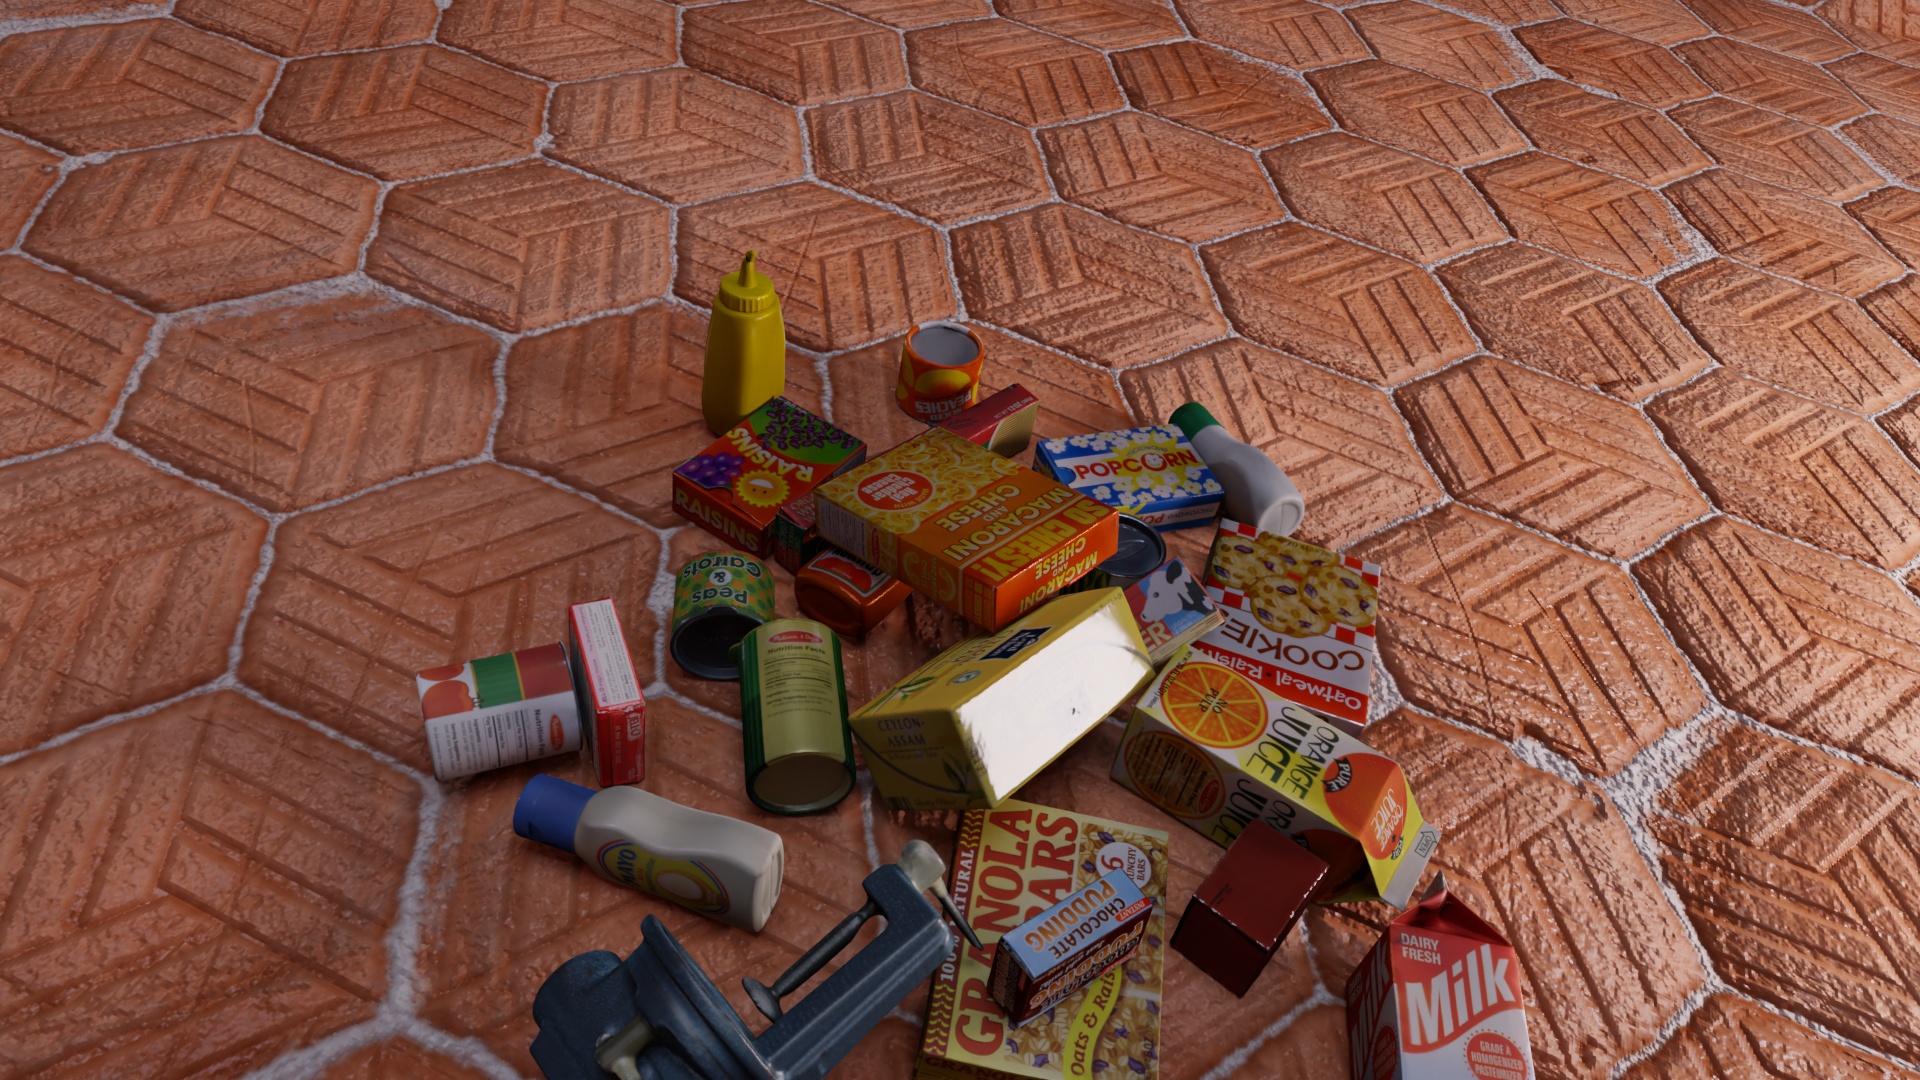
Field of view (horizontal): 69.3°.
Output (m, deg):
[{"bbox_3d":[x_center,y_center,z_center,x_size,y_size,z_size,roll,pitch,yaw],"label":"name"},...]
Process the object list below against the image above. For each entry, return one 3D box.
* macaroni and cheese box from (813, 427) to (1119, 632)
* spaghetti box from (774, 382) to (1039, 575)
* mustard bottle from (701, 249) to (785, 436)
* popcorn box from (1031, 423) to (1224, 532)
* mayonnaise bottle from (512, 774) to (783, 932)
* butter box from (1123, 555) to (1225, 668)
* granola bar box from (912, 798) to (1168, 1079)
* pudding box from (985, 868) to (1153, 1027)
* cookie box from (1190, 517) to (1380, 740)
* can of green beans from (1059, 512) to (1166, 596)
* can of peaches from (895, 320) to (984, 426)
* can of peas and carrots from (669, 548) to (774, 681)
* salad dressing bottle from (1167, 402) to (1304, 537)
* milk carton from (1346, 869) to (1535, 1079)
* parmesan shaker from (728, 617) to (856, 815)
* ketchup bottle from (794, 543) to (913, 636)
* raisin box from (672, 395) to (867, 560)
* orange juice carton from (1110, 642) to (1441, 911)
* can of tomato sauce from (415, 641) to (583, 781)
[{"bbox_3d":[0.003,-0.012,0.929,0.167,0.040,0.124,28,43,35],"label":"macaroni and cheese box"},{"bbox_3d":[-0.035,-0.049,1.036,0.029,0.049,0.251,37,48,26],"label":"spaghetti box"},{"bbox_3d":[-0.160,-0.150,1.034,0.049,0.159,0.066,24,43,14],"label":"mustard bottle"},{"bbox_3d":[0.129,-0.045,1.078,0.127,0.038,0.085,-9,48,-21],"label":"popcorn box"},{"bbox_3d":[-0.173,0.168,0.769,0.148,0.064,0.041,15,40,9],"label":"mayonnaise bottle"},{"bbox_3d":[0.121,0.060,0.938,0.103,0.024,0.053,-34,53,2],"label":"butter box"},{"bbox_3d":[0.049,0.228,0.771,0.124,0.038,0.166,12,43,0],"label":"granola bar box"},{"bbox_3d":[0.056,0.211,0.723,0.084,0.049,0.030,-21,50,-30],"label":"pudding box"},{"bbox_3d":[0.227,0.066,0.983,0.123,0.040,0.168,18,42,6],"label":"cookie box"},{"bbox_3d":[0.107,0.022,0.987,0.071,0.057,0.071,7,43,-6],"label":"can of green beans"},{"bbox_3d":[-0.016,-0.135,1.126,0.071,0.057,0.071,7,42,-6],"label":"can of peaches"},{"bbox_3d":[-0.152,0.046,0.894,0.071,0.070,0.059,3,43,-10],"label":"can of peas and carrots"},{"bbox_3d":[0.214,-0.057,1.097,0.044,0.064,0.148,-19,42,-12],"label":"salad dressing bottle"},{"bbox_3d":[0.254,0.275,0.741,0.073,0.072,0.191,12,44,0],"label":"milk carton"},{"bbox_3d":[-0.103,0.107,0.844,0.071,0.071,0.103,0,45,-13],"label":"parmesan shaker"},{"bbox_3d":[-0.048,0.008,0.978,0.065,0.043,0.149,26,44,23],"label":"ketchup bottle"},{"bbox_3d":[-0.139,-0.048,1.019,0.086,0.039,0.124,31,46,18],"label":"raisin box"},{"bbox_3d":[0.197,0.153,0.859,0.193,0.072,0.072,30,45,17],"label":"orange juice carton"},{"bbox_3d":[-0.271,0.099,0.815,0.083,0.070,0.071,-11,47,-22],"label":"can of tomato sauce"}]
